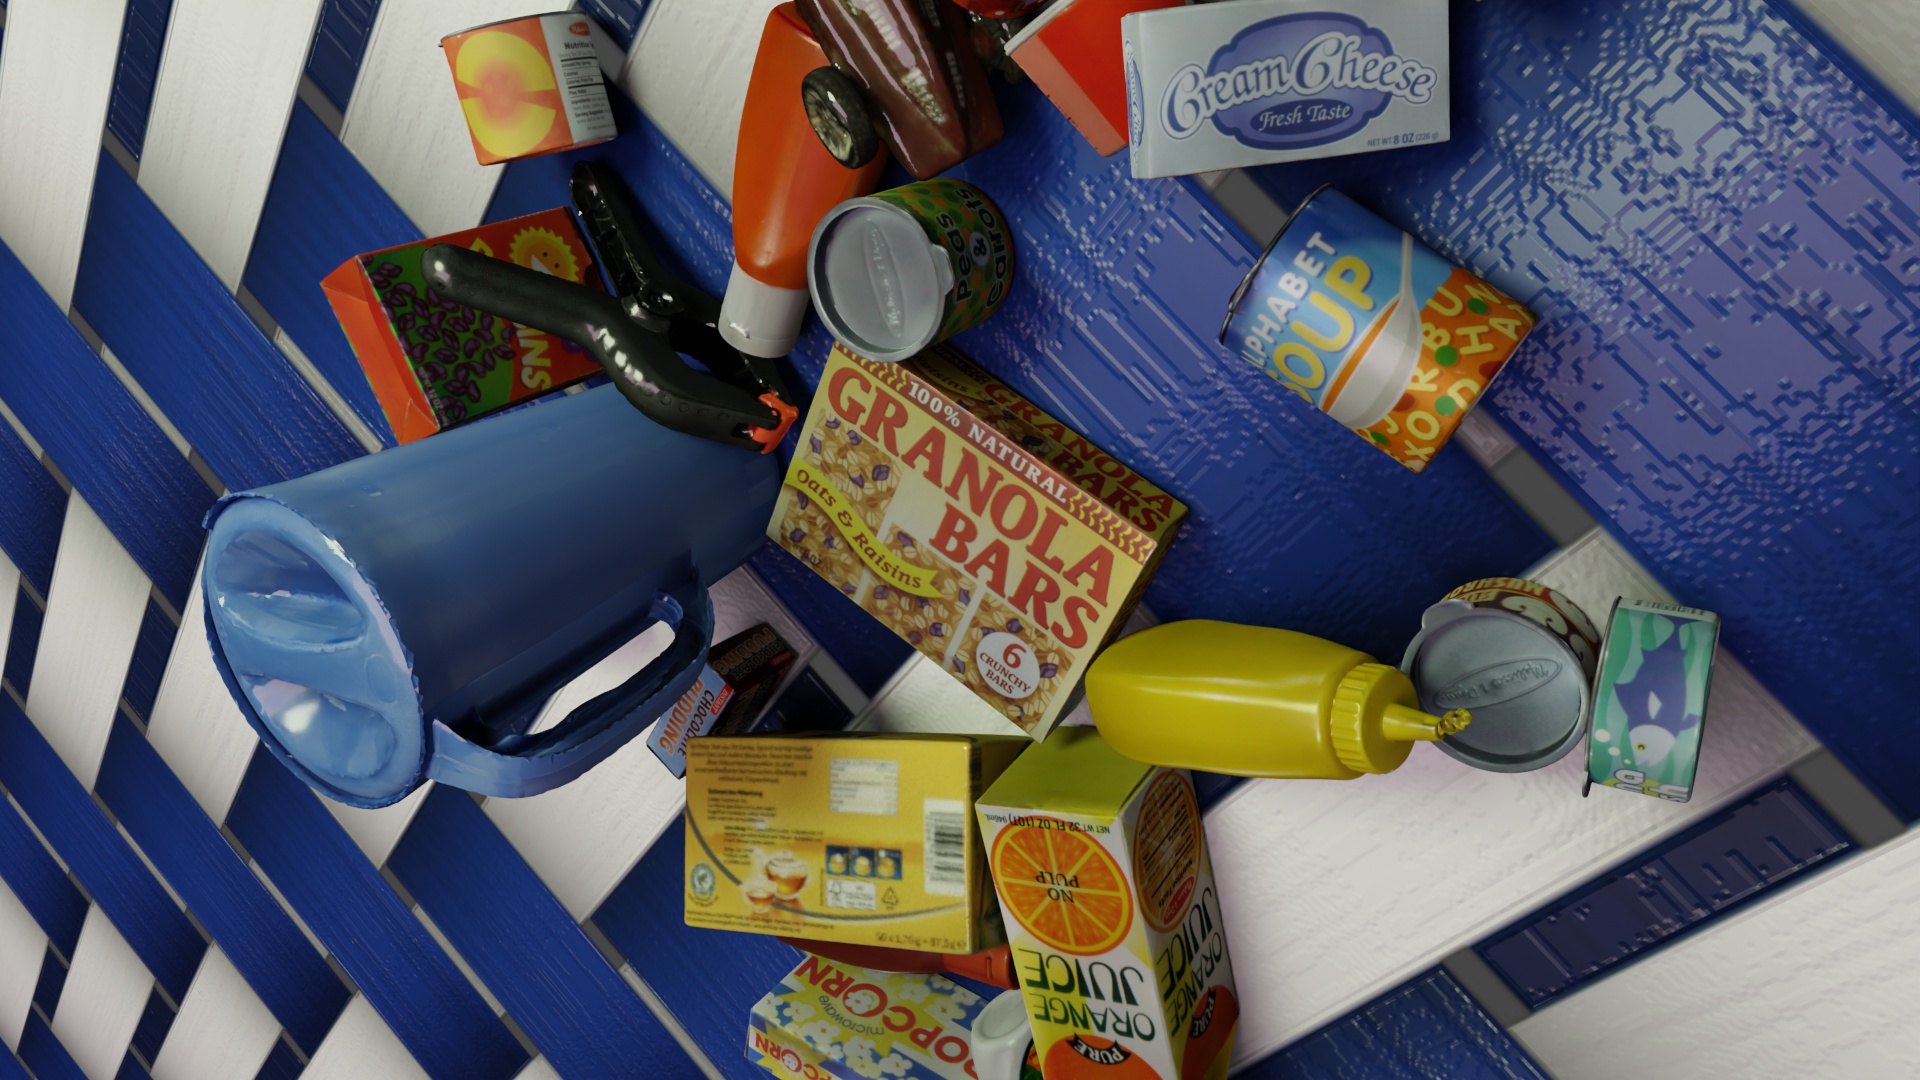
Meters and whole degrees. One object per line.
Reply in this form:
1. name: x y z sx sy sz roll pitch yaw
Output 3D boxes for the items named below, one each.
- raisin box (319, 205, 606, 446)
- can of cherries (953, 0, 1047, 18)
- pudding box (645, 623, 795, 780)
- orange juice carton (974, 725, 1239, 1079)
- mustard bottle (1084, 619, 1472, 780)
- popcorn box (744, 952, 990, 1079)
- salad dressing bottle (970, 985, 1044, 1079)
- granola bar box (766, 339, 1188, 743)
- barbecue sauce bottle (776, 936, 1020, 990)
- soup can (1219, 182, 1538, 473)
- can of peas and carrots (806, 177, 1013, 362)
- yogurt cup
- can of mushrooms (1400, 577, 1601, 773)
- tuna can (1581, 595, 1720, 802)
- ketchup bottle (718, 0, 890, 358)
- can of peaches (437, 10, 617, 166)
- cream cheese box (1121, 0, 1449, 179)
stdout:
1. raisin box: -0.228 -0.106 0.670 0.040 0.124 0.086 -17 101 39
2. can of cherries: 0.024 -0.221 0.478 0.058 0.072 0.071 -8 108 64
3. pudding box: -0.127 0.085 0.736 0.030 0.050 0.083 46 128 12
4. orange juice carton: 0.074 0.187 0.633 0.072 0.073 0.192 -2 110 34
5. mustard bottle: 0.121 0.064 0.533 0.160 0.065 0.048 3 116 51
6. popcorn box: -0.038 0.265 0.734 0.127 0.085 0.038 21 120 25
7. salad dressing bottle: 0.061 0.294 0.700 0.044 0.064 0.147 -14 112 56
8. granola bar box: 0.002 -0.008 0.615 0.166 0.039 0.123 36 127 16
9. barbecue sauce bottle: -0.032 0.197 0.727 0.148 0.044 0.064 8 108 30
10. soup can: 0.140 -0.071 0.474 0.084 0.072 0.071 37 126 14
11. can of peas and carrots: -0.018 -0.113 0.569 0.071 0.059 0.070 14 118 28
12. yogurt cup: 0.057 -0.173 0.488 0.072 0.073 0.054 -28 106 39
13. can of mushrooms: 0.199 0.047 0.512 0.071 0.033 0.070 15 119 28
14. tuna can: 0.234 0.056 0.470 0.033 0.071 0.070 9 116 30
15. ketchup bottle: -0.070 -0.149 0.597 0.065 0.044 0.148 32 125 12
16. can of peaches: -0.200 -0.208 0.642 0.071 0.071 0.058 -1 111 34
17. cream cheese box: 0.106 -0.151 0.455 0.104 0.024 0.053 -9 108 -5
